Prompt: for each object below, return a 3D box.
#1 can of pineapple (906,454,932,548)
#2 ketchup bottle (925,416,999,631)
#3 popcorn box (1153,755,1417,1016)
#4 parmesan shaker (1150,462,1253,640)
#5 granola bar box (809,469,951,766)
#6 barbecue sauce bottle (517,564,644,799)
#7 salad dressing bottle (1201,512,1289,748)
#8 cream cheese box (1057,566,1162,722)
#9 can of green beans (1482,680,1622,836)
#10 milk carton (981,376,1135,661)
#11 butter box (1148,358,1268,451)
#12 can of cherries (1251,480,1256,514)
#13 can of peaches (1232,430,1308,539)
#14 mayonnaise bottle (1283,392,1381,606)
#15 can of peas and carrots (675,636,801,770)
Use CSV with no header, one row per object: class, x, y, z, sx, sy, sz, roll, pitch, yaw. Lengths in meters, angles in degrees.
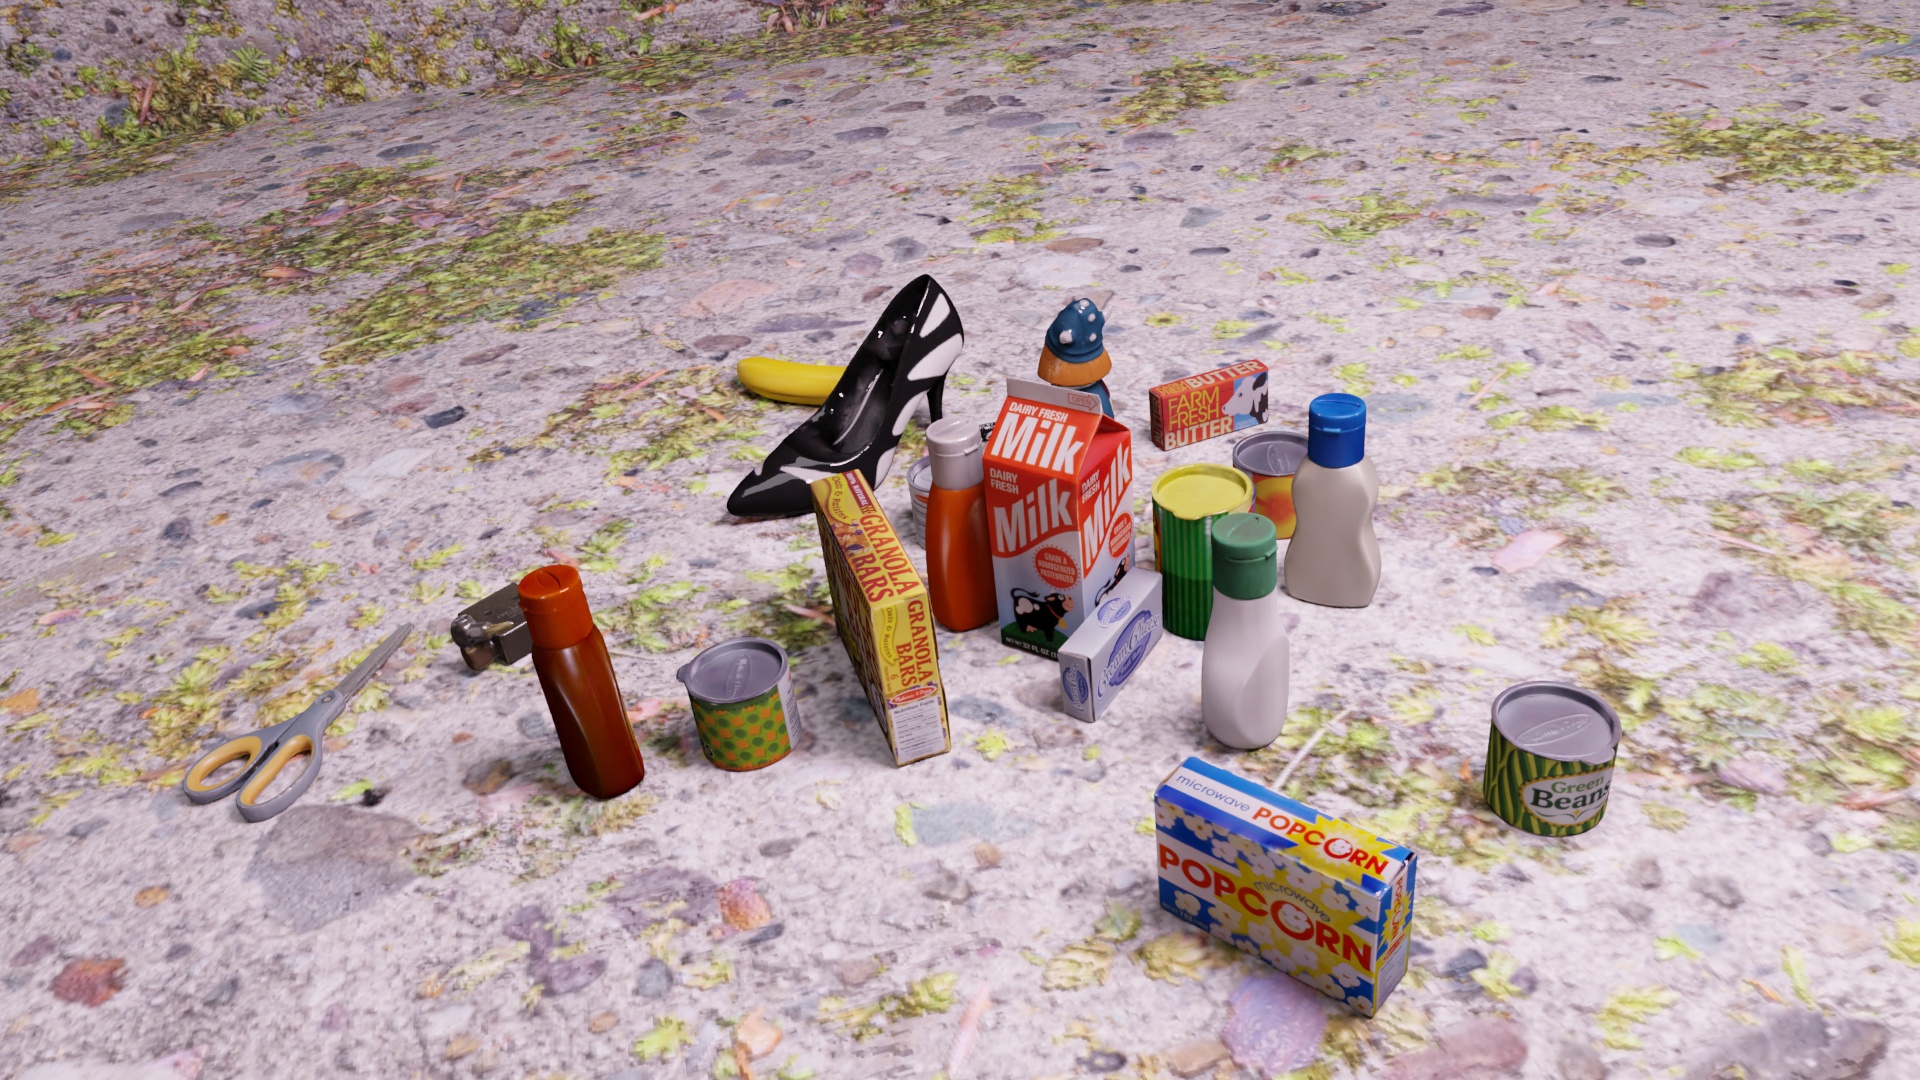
can of pineapple,-0.004,-0.031,1.074,0.071,0.057,0.071,-5,32,3
ketchup bottle,0.003,-0.012,0.957,0.065,0.148,0.043,-28,38,-30
popcorn box,0.159,0.171,0.697,0.127,0.084,0.038,20,41,36
parmesan shaker,0.162,0.009,0.935,0.071,0.102,0.072,-5,32,3
granola bar box,-0.053,0.046,0.900,0.039,0.123,0.166,-15,33,-12
barbecue sauce bottle,-0.234,0.085,0.850,0.044,0.147,0.065,-26,36,-27
salad dressing bottle,0.168,0.054,0.821,0.044,0.147,0.064,22,42,38
cream cheese box,0.100,0.066,0.903,0.024,0.053,0.104,14,38,30
can of green beans,0.326,0.121,0.769,0.071,0.057,0.071,-5,32,3
milk carton,0.067,-0.017,0.914,0.072,0.189,0.074,15,38,31
butter box,0.210,-0.114,1.168,0.104,0.052,0.024,-16,33,-14
can of cherries,0.181,-0.013,1.008,0.071,0.058,0.072,-5,32,3
can of peaches,0.240,-0.042,1.043,0.071,0.057,0.071,-5,32,3
mayonnaise bottle,0.251,-0.026,0.931,0.065,0.147,0.041,8,35,23
can of peas and carrots,-0.140,0.104,0.885,0.071,0.058,0.071,-5,32,3
